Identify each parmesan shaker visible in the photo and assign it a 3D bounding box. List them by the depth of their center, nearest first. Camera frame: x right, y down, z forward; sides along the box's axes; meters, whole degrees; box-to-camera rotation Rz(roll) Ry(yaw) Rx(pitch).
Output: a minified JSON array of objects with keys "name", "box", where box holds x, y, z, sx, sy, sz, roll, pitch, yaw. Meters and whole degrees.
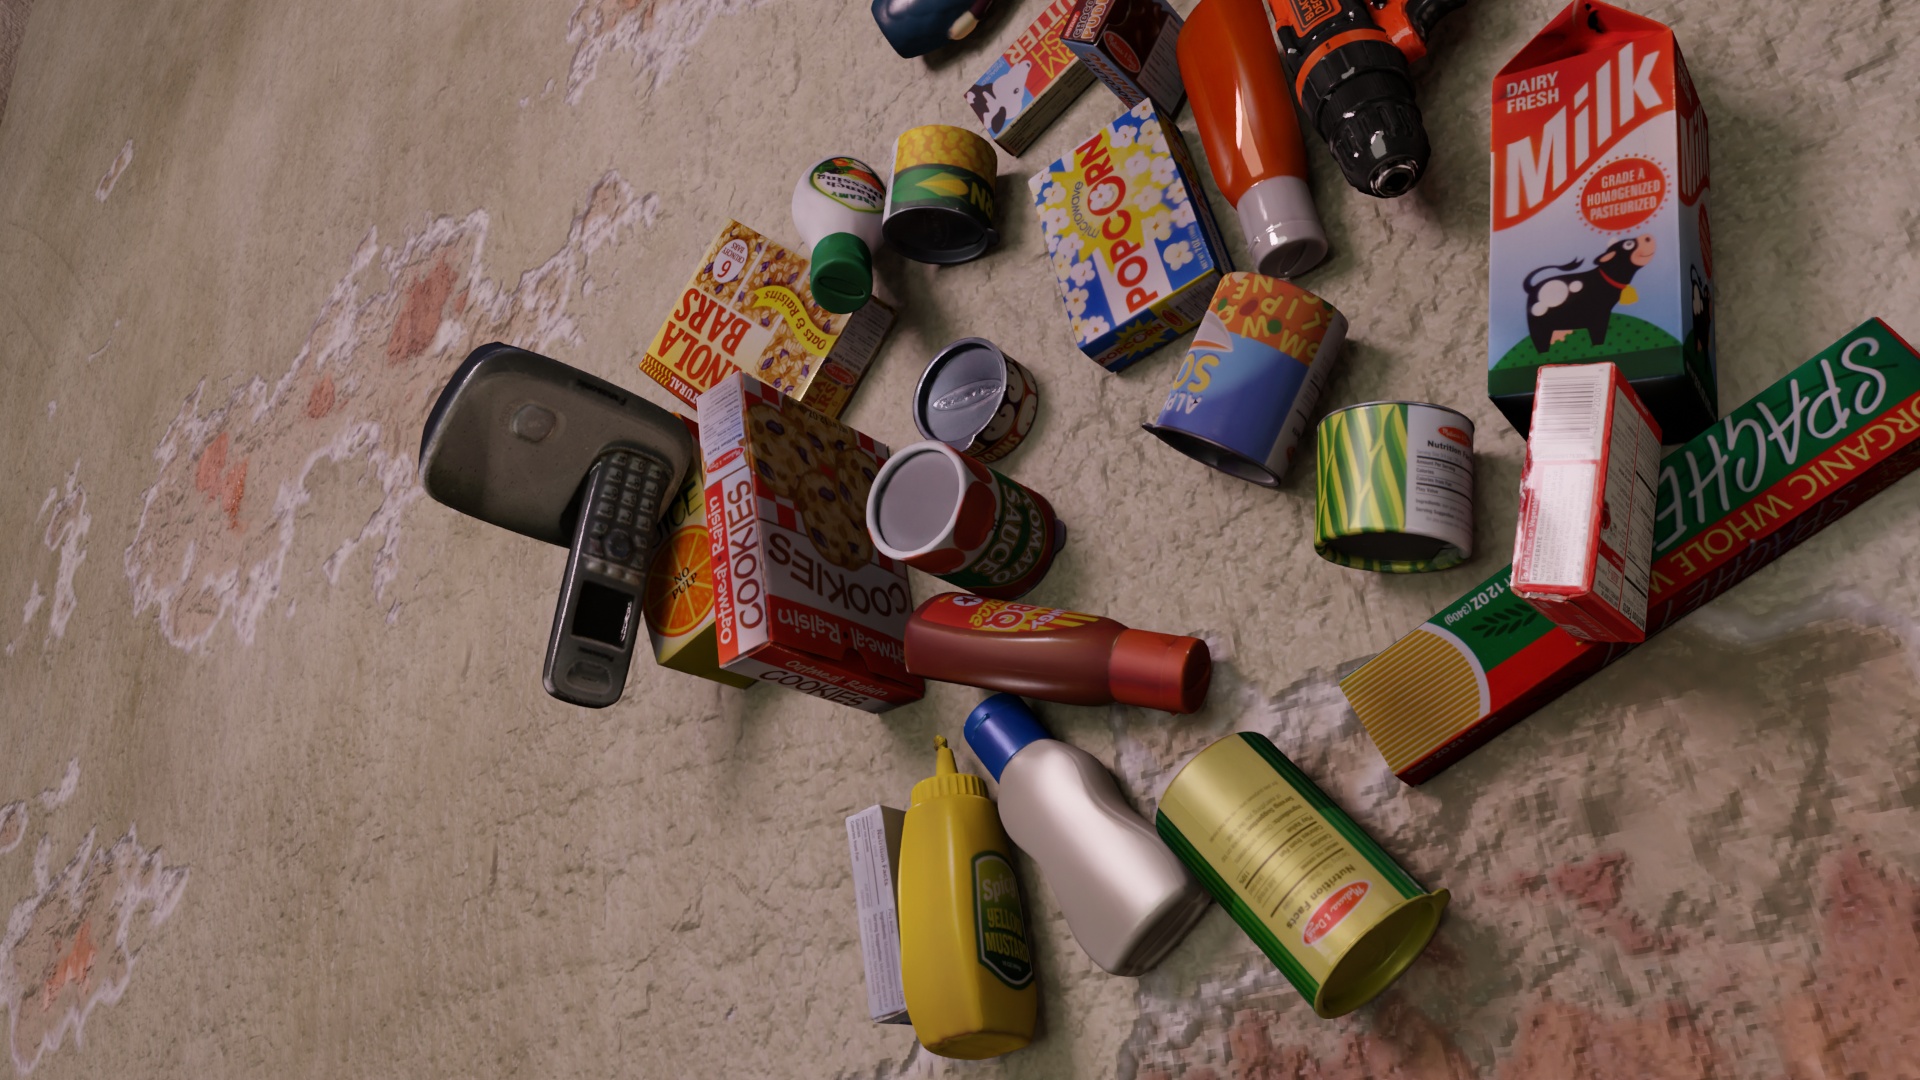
[{"name":"parmesan shaker","box":[0.140,0.135,0.579,0.071,0.071,0.103,-52,49,10]}]

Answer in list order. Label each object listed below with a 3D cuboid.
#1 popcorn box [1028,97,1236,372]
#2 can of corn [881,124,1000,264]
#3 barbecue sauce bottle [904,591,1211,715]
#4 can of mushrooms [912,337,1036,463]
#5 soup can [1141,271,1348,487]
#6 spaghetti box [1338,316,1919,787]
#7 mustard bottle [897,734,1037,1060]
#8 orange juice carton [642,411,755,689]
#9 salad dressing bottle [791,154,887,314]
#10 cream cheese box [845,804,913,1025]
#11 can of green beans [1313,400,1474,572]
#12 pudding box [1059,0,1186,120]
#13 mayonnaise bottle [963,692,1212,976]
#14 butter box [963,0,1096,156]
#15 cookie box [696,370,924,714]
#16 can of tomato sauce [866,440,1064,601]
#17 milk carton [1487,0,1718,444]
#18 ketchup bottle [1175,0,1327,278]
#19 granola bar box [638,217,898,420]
[{"name":"popcorn box","box":[0.093,-0.165,0.754,0.085,0.038,0.127,-30,56,27]},{"name":"can of corn","box":[-0.009,-0.207,0.835,0.071,0.071,0.058,-9,67,36]},{"name":"barbecue sauce bottle","box":[0.048,0.057,0.688,0.148,0.065,0.043,7,106,32]},{"name":"can of mushrooms","box":[0.008,-0.077,0.790,0.071,0.033,0.071,-15,64,33]},{"name":"soup can","box":[0.136,-0.078,0.664,0.071,0.071,0.084,22,87,42]},{"name":"spaghetti box","box":[0.267,0.010,0.552,0.249,0.028,0.050,-39,53,20]},{"name":"mustard bottle","box":[-0.001,0.167,0.681,0.048,0.065,0.161,-25,55,25]},{"name":"orange juice carton","box":[-0.162,-0.009,0.872,0.073,0.072,0.193,-39,53,20]},{"name":"salad dressing bottle","box":[-0.073,-0.189,0.856,0.148,0.064,0.043,-96,27,-52]},{"name":"cream cheese box","box":[-0.028,0.189,0.699,0.024,0.053,0.104,-26,58,27]},{"name":"can of green beans","box":[0.188,-0.022,0.603,0.071,0.071,0.058,-6,70,37]},{"name":"pudding box","box":[0.097,-0.274,0.764,0.030,0.083,0.049,28,92,42]},{"name":"mayonnaise bottle","box":[0.054,0.133,0.666,0.064,0.041,0.148,-51,48,12]},{"name":"butter box","box":[0.053,-0.288,0.844,0.103,0.024,0.053,-42,52,19]},{"name":"cookie box","box":[-0.083,0.003,0.770,0.040,0.123,0.168,-28,57,29]},{"name":"can of tomato sauce","box":[0.003,-0.009,0.733,0.071,0.083,0.071,-15,64,34]},{"name":"milk carton","box":[0.268,-0.139,0.581,0.073,0.072,0.191,-5,69,37]},{"name":"ketchup bottle","box":[0.150,-0.206,0.713,0.043,0.064,0.149,-7,68,-11]},{"name":"granola bar box","box":[-0.130,-0.130,0.917,0.166,0.039,0.124,34,94,41]}]
